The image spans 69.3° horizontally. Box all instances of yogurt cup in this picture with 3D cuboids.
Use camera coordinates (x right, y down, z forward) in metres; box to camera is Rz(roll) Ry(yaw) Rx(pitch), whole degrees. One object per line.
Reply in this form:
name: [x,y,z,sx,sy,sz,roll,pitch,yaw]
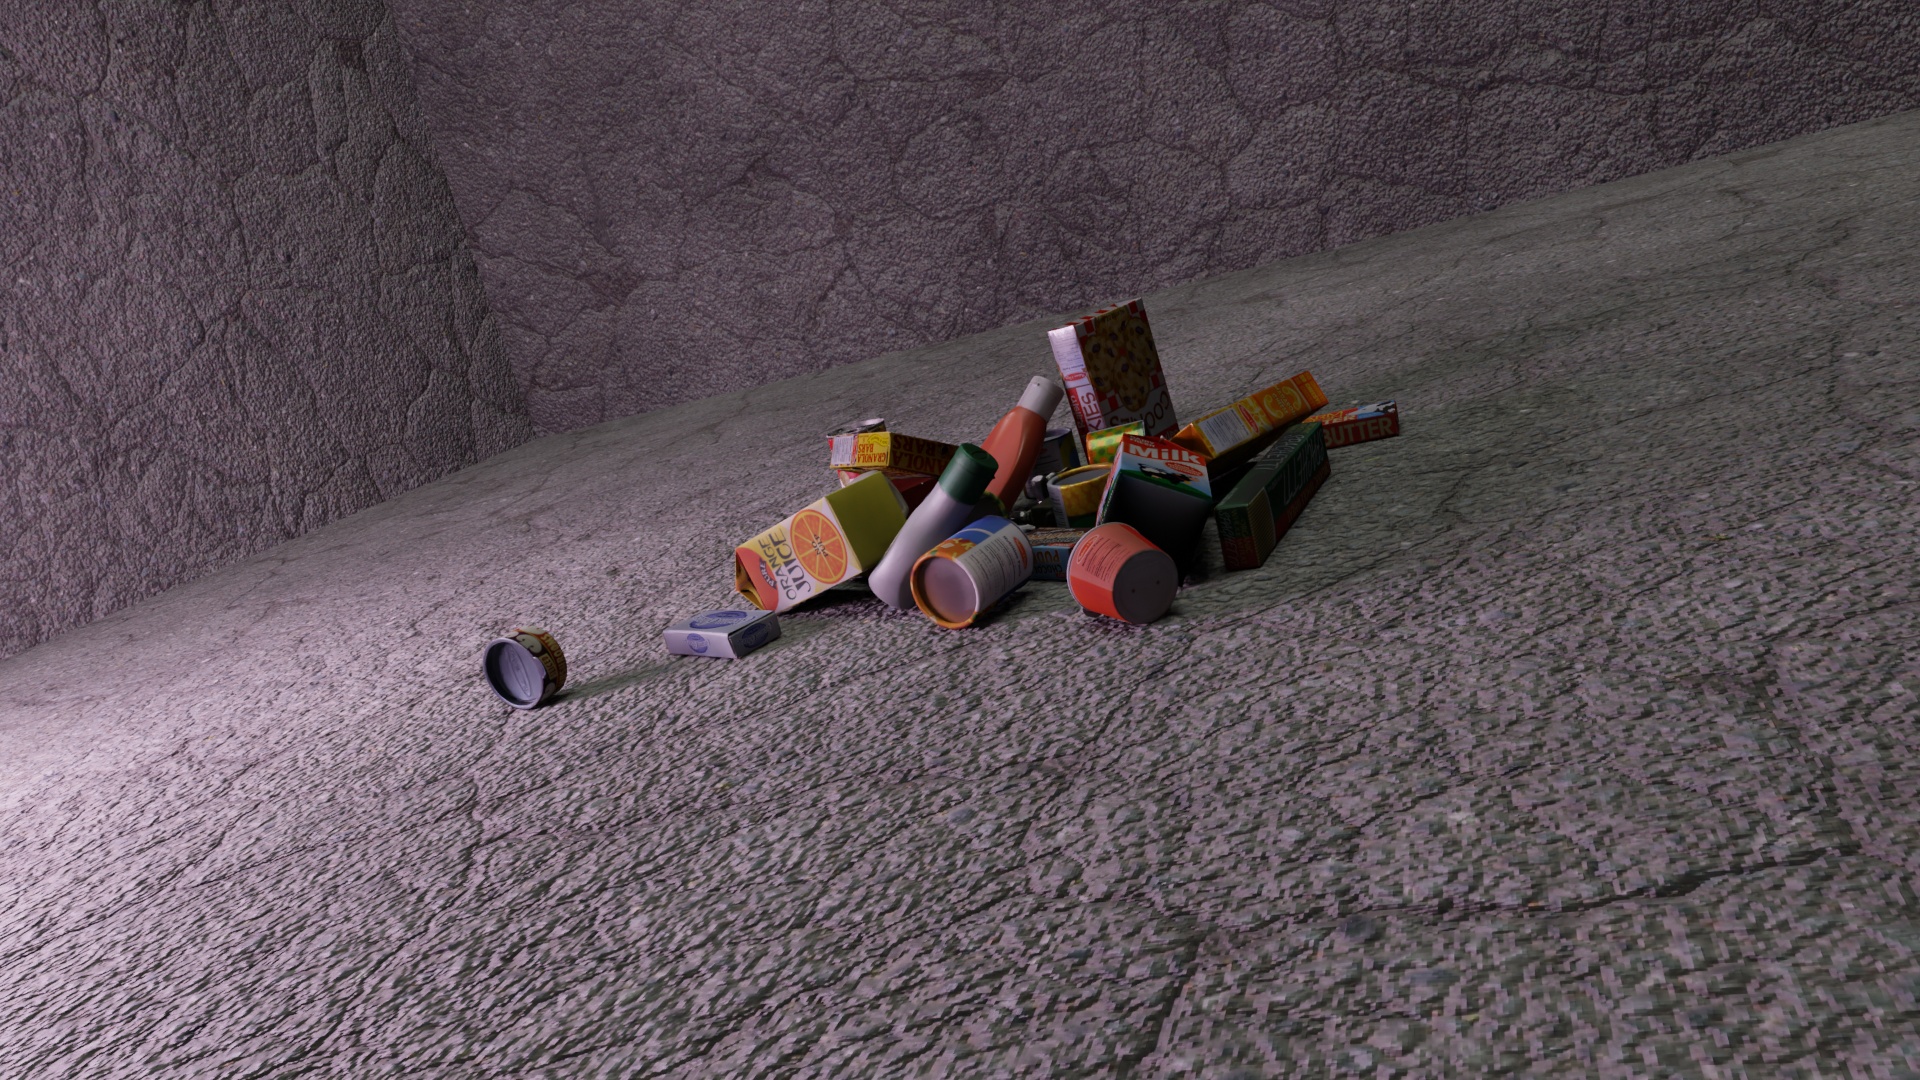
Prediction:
yogurt cup: [0.117,0.026,0.979,0.072,0.072,0.054,-20,22,-20]

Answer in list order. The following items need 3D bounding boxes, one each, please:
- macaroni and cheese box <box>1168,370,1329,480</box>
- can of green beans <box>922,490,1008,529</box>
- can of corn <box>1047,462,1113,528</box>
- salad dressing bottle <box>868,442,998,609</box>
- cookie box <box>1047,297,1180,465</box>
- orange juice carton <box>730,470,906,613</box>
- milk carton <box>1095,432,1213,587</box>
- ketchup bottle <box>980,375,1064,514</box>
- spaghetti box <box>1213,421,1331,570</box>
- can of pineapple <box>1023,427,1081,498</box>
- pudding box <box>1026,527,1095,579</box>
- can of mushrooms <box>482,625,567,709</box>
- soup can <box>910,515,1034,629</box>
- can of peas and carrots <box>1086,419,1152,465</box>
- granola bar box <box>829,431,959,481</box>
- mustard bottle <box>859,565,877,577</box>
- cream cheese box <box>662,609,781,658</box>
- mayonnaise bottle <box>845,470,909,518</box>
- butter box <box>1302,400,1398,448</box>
macaroni and cheese box: [0.235,-0.088,1.251,0.167,0.040,0.123,-25,-10,-36]
can of green beans: [0.003,-0.017,1.272,0.071,0.071,0.058,-21,15,-24]
can of corn: [0.117,-0.032,1.220,0.071,0.058,0.071,-15,13,4]
salad dressing bottle: [-0.021,-0.012,1.141,0.147,0.044,0.064,-56,-15,21]
cookie box: [0.163,-0.154,1.431,0.040,0.167,0.123,-8,15,44]
orange juice carton: [-0.133,0.010,1.247,0.072,0.073,0.192,-29,2,-43]
milk carton: [0.151,-0.033,1.102,0.073,0.072,0.191,18,16,2]
ketchup bottle: [0.053,-0.095,1.397,0.065,0.043,0.149,22,78,46]
spaghetti box: [0.256,-0.042,1.123,0.028,0.050,0.251,-6,16,29]
can of pineapple: [0.092,-0.082,1.453,0.071,0.057,0.071,-14,13,4]
pudding box: [0.080,0.011,1.150,0.050,0.030,0.083,-26,17,-36]
can of mushrooms: [-0.370,0.108,1.187,0.071,0.071,0.033,-8,14,29]
soup can: [0.008,0.025,1.097,0.071,0.071,0.084,-6,16,36]
can of peas and carrots: [0.159,-0.078,1.350,0.058,0.070,0.071,-13,13,15]
granola bar box: [-0.039,-0.083,1.496,0.166,0.039,0.124,9,-3,-33]
mustard bottle: [-0.067,0.008,1.288,0.065,0.048,0.160,-21,14,-27]
cream cheese box: [-0.207,0.080,1.207,0.103,0.024,0.053,-1,20,46]
mayonnaise bottle: [-0.124,-0.018,1.406,0.147,0.064,0.041,-24,23,35]
butter box: [0.363,-0.108,1.323,0.103,0.024,0.053,-11,14,19]
